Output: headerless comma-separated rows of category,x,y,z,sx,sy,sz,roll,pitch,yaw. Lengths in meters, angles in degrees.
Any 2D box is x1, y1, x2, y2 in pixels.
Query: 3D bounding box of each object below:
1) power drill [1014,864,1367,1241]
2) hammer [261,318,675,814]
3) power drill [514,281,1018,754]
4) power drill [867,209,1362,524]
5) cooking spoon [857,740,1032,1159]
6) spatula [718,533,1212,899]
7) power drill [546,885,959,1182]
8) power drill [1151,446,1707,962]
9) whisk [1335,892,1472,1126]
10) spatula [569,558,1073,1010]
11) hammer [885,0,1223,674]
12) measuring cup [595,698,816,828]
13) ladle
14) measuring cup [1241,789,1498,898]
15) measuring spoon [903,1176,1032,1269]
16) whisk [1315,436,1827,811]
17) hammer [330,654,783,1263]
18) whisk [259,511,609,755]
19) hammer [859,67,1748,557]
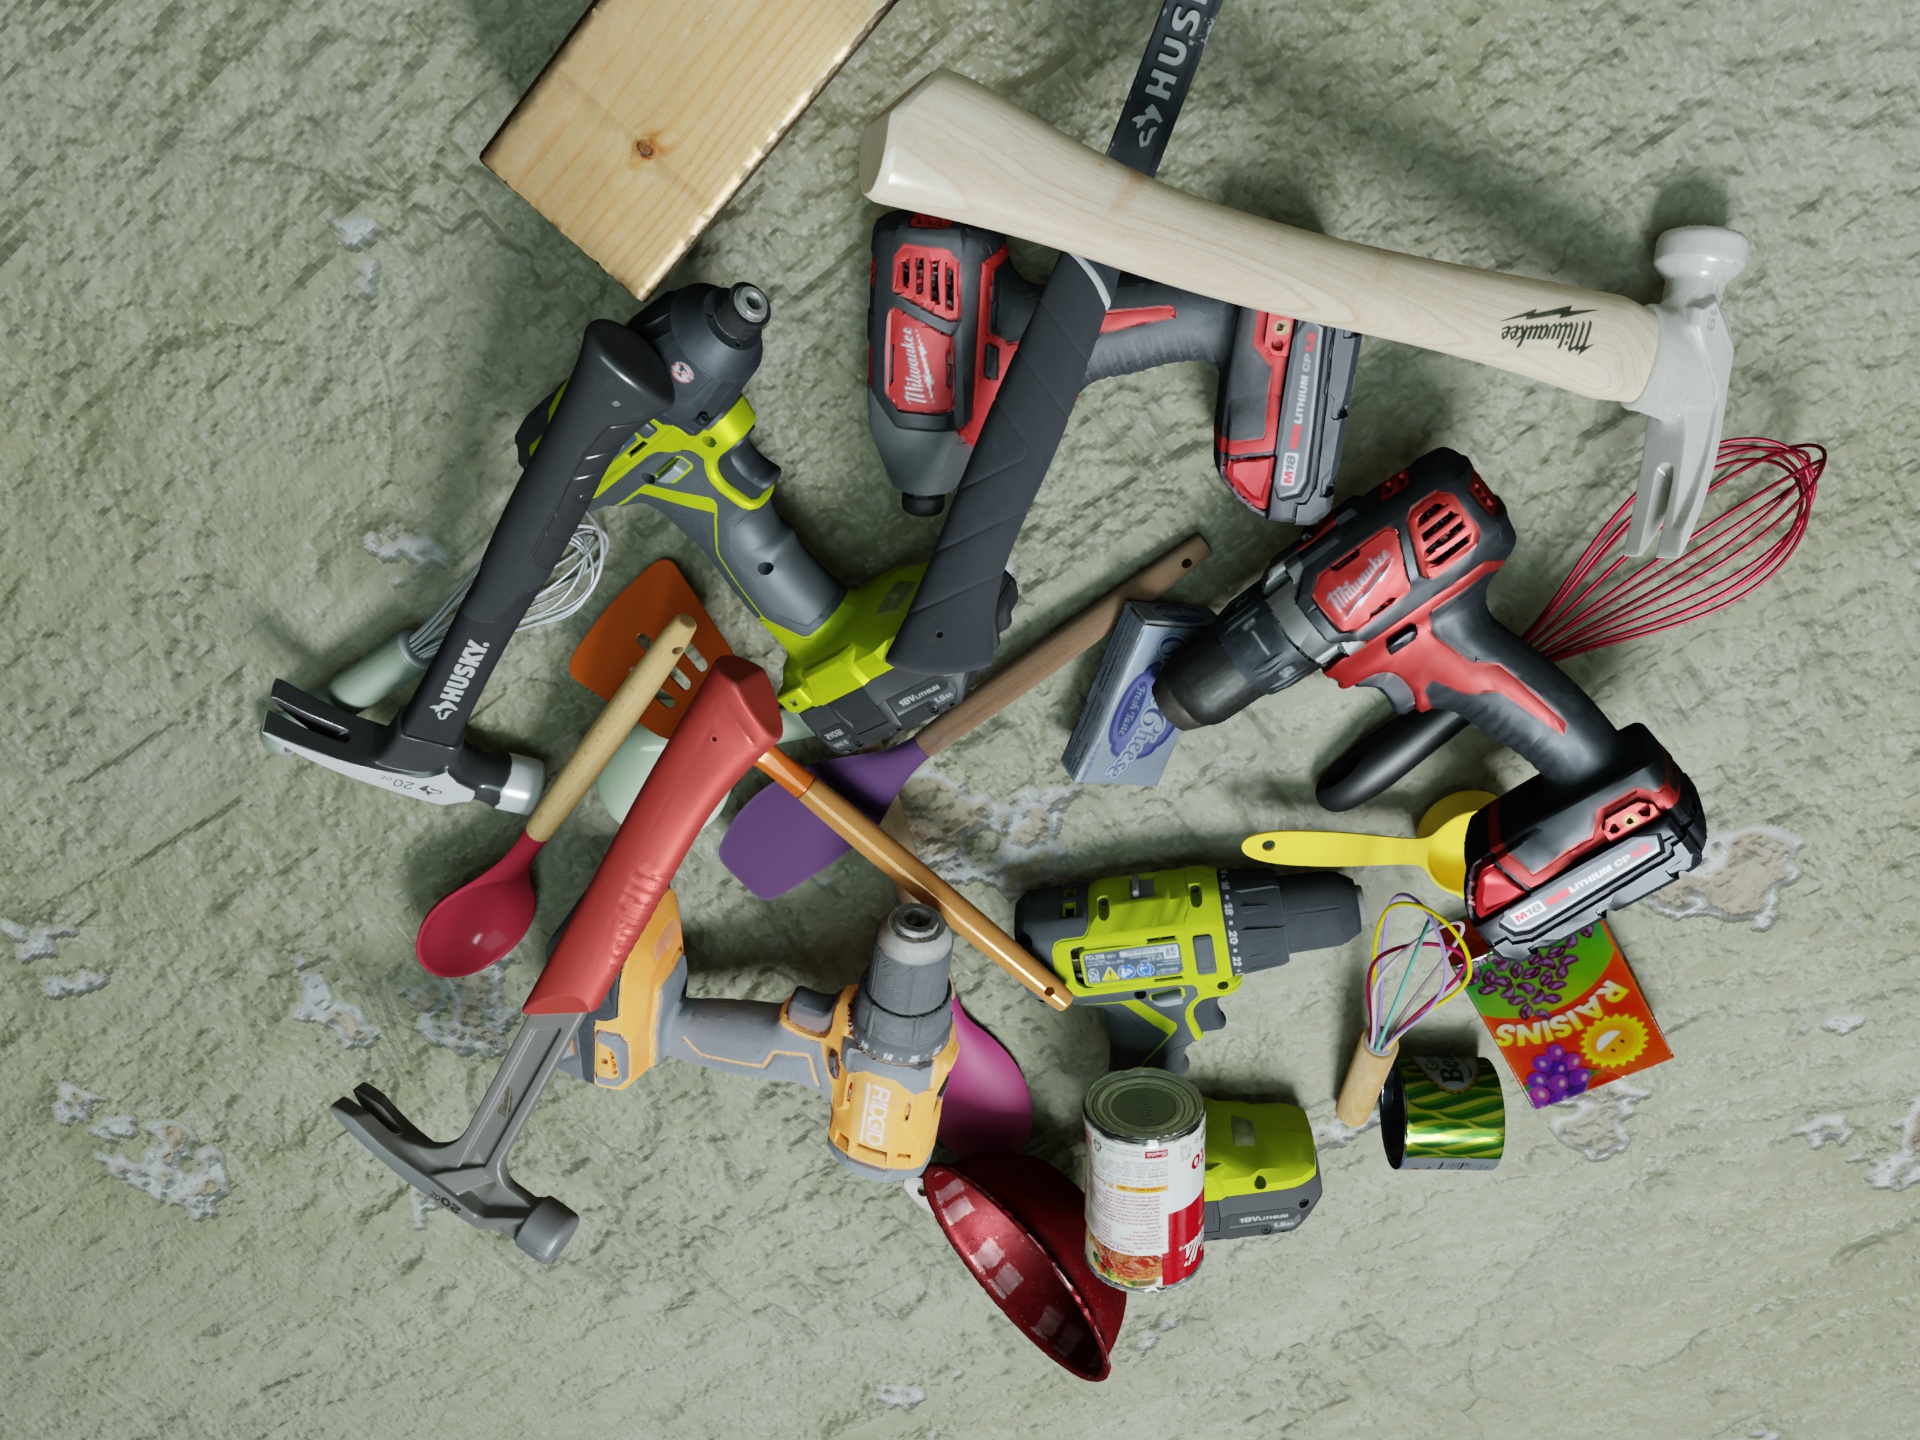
power drill,0.143,0.186,0.918,0.190,0.080,0.228,-8,115,9
hammer,-0.222,-0.062,0.751,0.146,0.035,0.334,17,138,-26
power drill,-0.085,-0.095,0.750,0.223,0.080,0.171,45,140,-20
power drill,0.065,-0.156,0.738,0.219,0.079,0.143,6,118,4
cooking spoon,-0.016,0.142,0.933,0.069,0.017,0.318,-7,117,14
spatula,-0.001,-0.003,0.842,0.316,0.018,0.059,-35,113,14
power drill,-0.110,0.152,0.878,0.226,0.084,0.185,16,127,9
power drill,0.222,0.005,0.767,0.188,0.080,0.226,-37,98,27
whisk,0.237,0.171,0.875,0.047,0.051,0.244,12,144,11
spatula,-0.062,0.048,0.841,0.322,0.041,0.081,41,96,-11
hammer,0.055,-0.206,0.662,0.149,0.036,0.409,23,100,3
measuring cup,-0.121,0.018,0.860,0.167,0.038,0.083,-16,116,14
ladle,-0.216,0.046,0.850,0.069,0.031,0.315,-1,144,-43
measuring cup,0.228,0.063,0.865,0.156,0.029,0.062,2,119,-3
measuring spoon,0.016,0.328,1.038,0.124,0.018,0.034,34,104,-7
whisk,0.295,-0.041,0.797,0.073,0.073,0.295,40,118,-17
hammer,-0.198,0.115,0.820,0.149,0.037,0.359,34,110,6
whisk,-0.282,-0.042,0.839,0.246,0.057,0.059,-28,79,20
hammer,0.153,-0.167,0.641,0.410,0.038,0.146,7,93,-24
